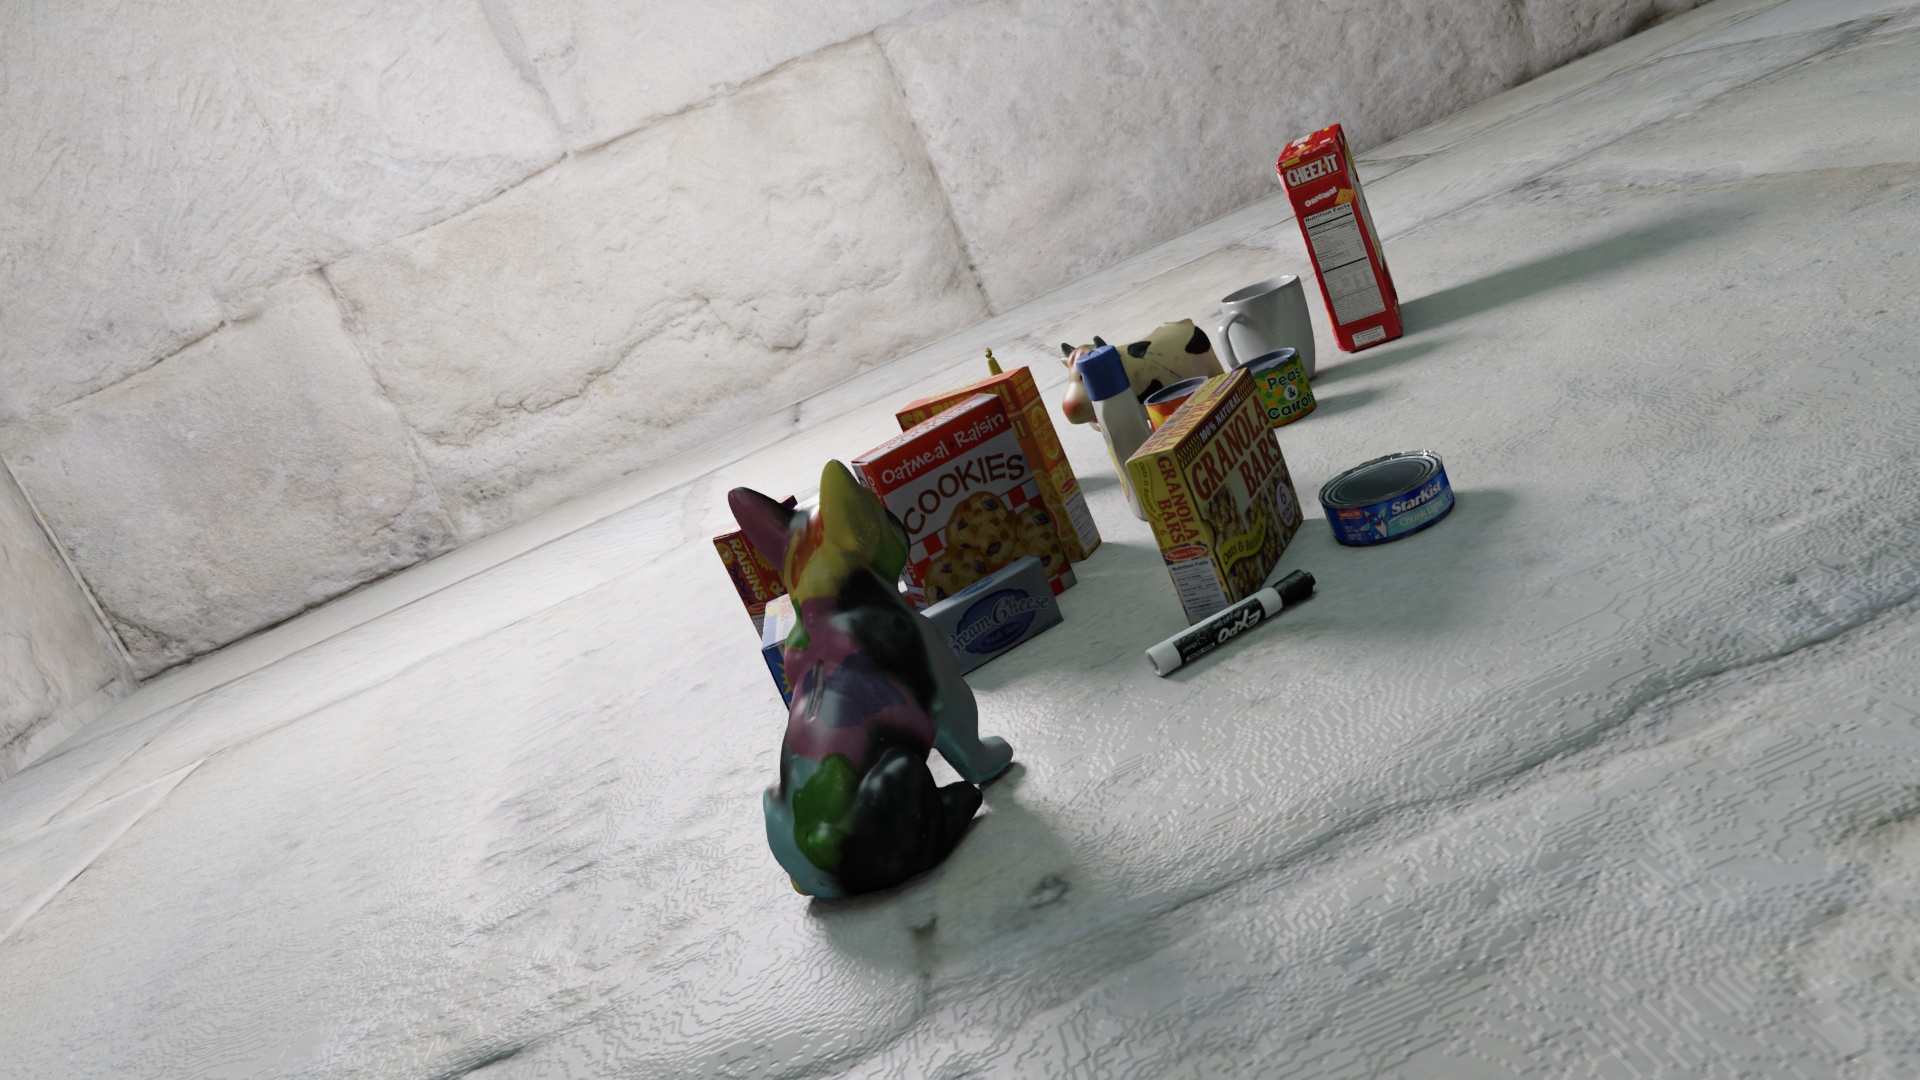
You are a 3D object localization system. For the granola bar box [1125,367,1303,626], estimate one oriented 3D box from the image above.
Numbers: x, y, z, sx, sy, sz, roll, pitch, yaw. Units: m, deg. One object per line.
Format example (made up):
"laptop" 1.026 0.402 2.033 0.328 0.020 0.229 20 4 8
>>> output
"granola bar box" 0.181 -0.034 0.961 0.039 0.124 0.166 -14 17 34

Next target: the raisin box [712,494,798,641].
"raisin box" -0.164 0.031 1.272 0.040 0.123 0.086 -13 18 38

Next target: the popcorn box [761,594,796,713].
"popcorn box" -0.115 0.093 1.045 0.038 0.085 0.127 -24 14 0

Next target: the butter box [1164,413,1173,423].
"butter box" 0.203 -0.080 1.238 0.024 0.053 0.104 -21 14 12

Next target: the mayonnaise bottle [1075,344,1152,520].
"mayonnaise bottle" 0.141 -0.093 1.190 0.041 0.147 0.065 -23 14 5

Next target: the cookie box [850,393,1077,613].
"cookie box" 0.004 -0.014 1.079 0.123 0.167 0.040 -29 15 -22

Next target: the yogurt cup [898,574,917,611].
"yogurt cup" -0.036 0.054 1.128 0.072 0.054 0.072 -22 14 6

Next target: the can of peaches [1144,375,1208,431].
"can of peaches" 0.220 -0.120 1.346 0.071 0.058 0.071 -22 14 6

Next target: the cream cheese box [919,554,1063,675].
"cream cheese box" 0.021 0.057 1.027 0.104 0.053 0.024 -28 14 -15

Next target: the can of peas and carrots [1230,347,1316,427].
"can of peas and carrots" 0.296 -0.143 1.308 0.071 0.058 0.071 -22 14 6

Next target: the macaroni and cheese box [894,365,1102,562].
"macaroni and cheese box" 0.032 -0.054 1.183 0.123 0.166 0.040 -14 17 35

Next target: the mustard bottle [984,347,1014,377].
"mustard bottle" 0.055 -0.119 1.393 0.065 0.160 0.049 -30 15 -24
